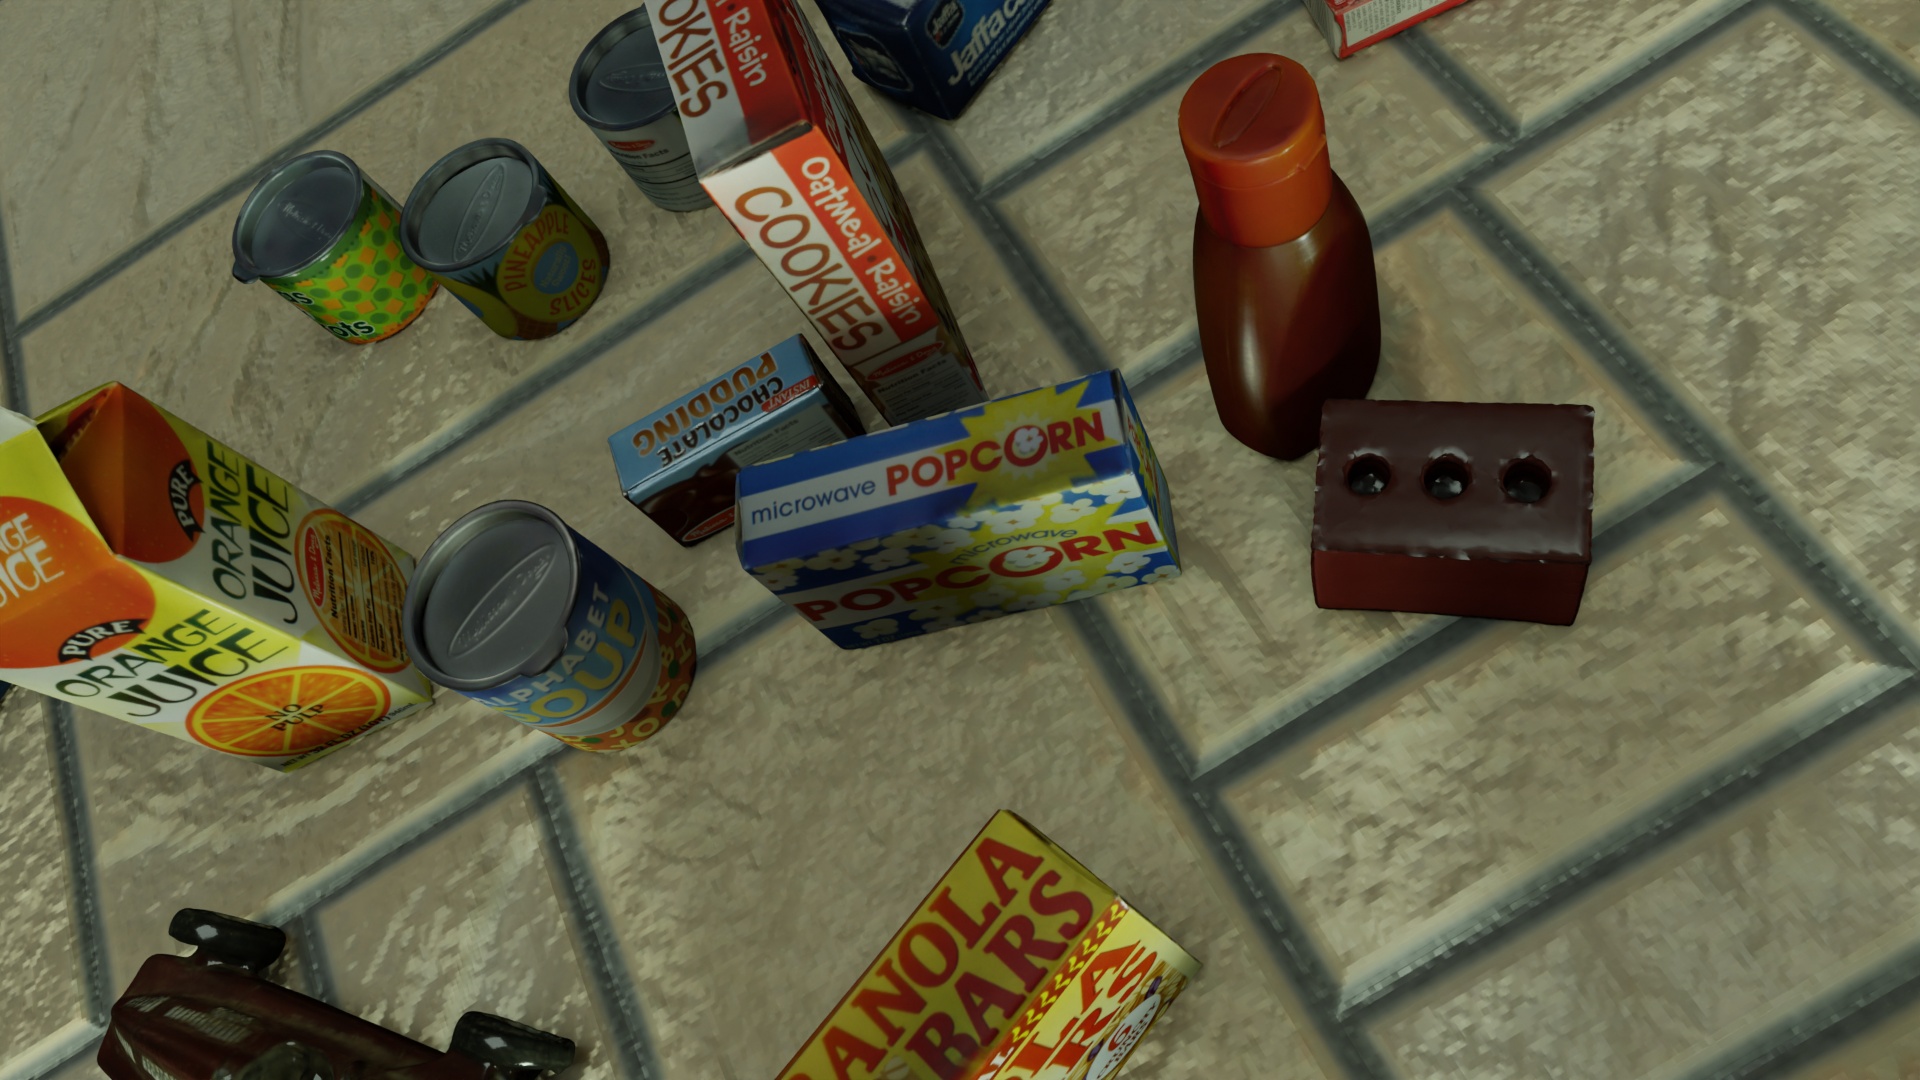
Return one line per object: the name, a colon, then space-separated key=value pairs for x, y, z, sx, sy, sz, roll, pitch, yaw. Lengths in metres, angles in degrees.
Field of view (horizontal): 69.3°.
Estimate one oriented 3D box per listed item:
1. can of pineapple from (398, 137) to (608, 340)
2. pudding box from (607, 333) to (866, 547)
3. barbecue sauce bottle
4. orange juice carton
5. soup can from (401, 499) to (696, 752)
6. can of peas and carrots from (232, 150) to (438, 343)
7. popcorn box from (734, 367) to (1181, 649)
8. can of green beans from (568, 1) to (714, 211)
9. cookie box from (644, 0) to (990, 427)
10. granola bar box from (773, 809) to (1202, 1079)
can of pineapple: x=-0.191 y=-0.126 z=0.591 sx=0.071 sy=0.057 sz=0.071 roll=-7 pitch=65 yaw=16
pudding box: x=-0.082 y=-0.036 z=0.516 sx=0.083 sy=0.049 sz=0.030 roll=-28 pitch=61 yaw=5
barbecue sauce bottle: x=0.096 y=-0.082 z=0.418 sx=0.044 sy=0.148 sz=0.065 roll=32 pitch=80 yaw=28
orange juice carton: x=-0.276 y=0.012 z=0.479 sx=0.072 sy=0.192 sz=0.073 roll=-25 pitch=61 yaw=7
soup can: x=-0.139 y=0.034 z=0.484 sx=0.071 sy=0.083 sz=0.071 roll=-8 pitch=65 yaw=16
can of peas and carrots: x=-0.279 y=-0.128 z=0.622 sx=0.071 sy=0.058 sz=0.071 roll=-7 pitch=65 yaw=16
popcorn box: x=0.002 y=-0.006 z=0.453 sx=0.126 sy=0.085 sz=0.038 roll=-14 pitch=63 yaw=13
can of green beans: x=-0.123 y=-0.184 z=0.594 sx=0.071 sy=0.057 sz=0.071 roll=-7 pitch=65 yaw=16
cookie box: x=-0.048 y=-0.124 z=0.477 sx=0.040 sy=0.167 sz=0.123 roll=-25 pitch=61 yaw=8
granola bar box: x=-0.012 y=0.156 z=0.361 sx=0.039 sy=0.124 sz=0.166 roll=36 pitch=82 yaw=29
